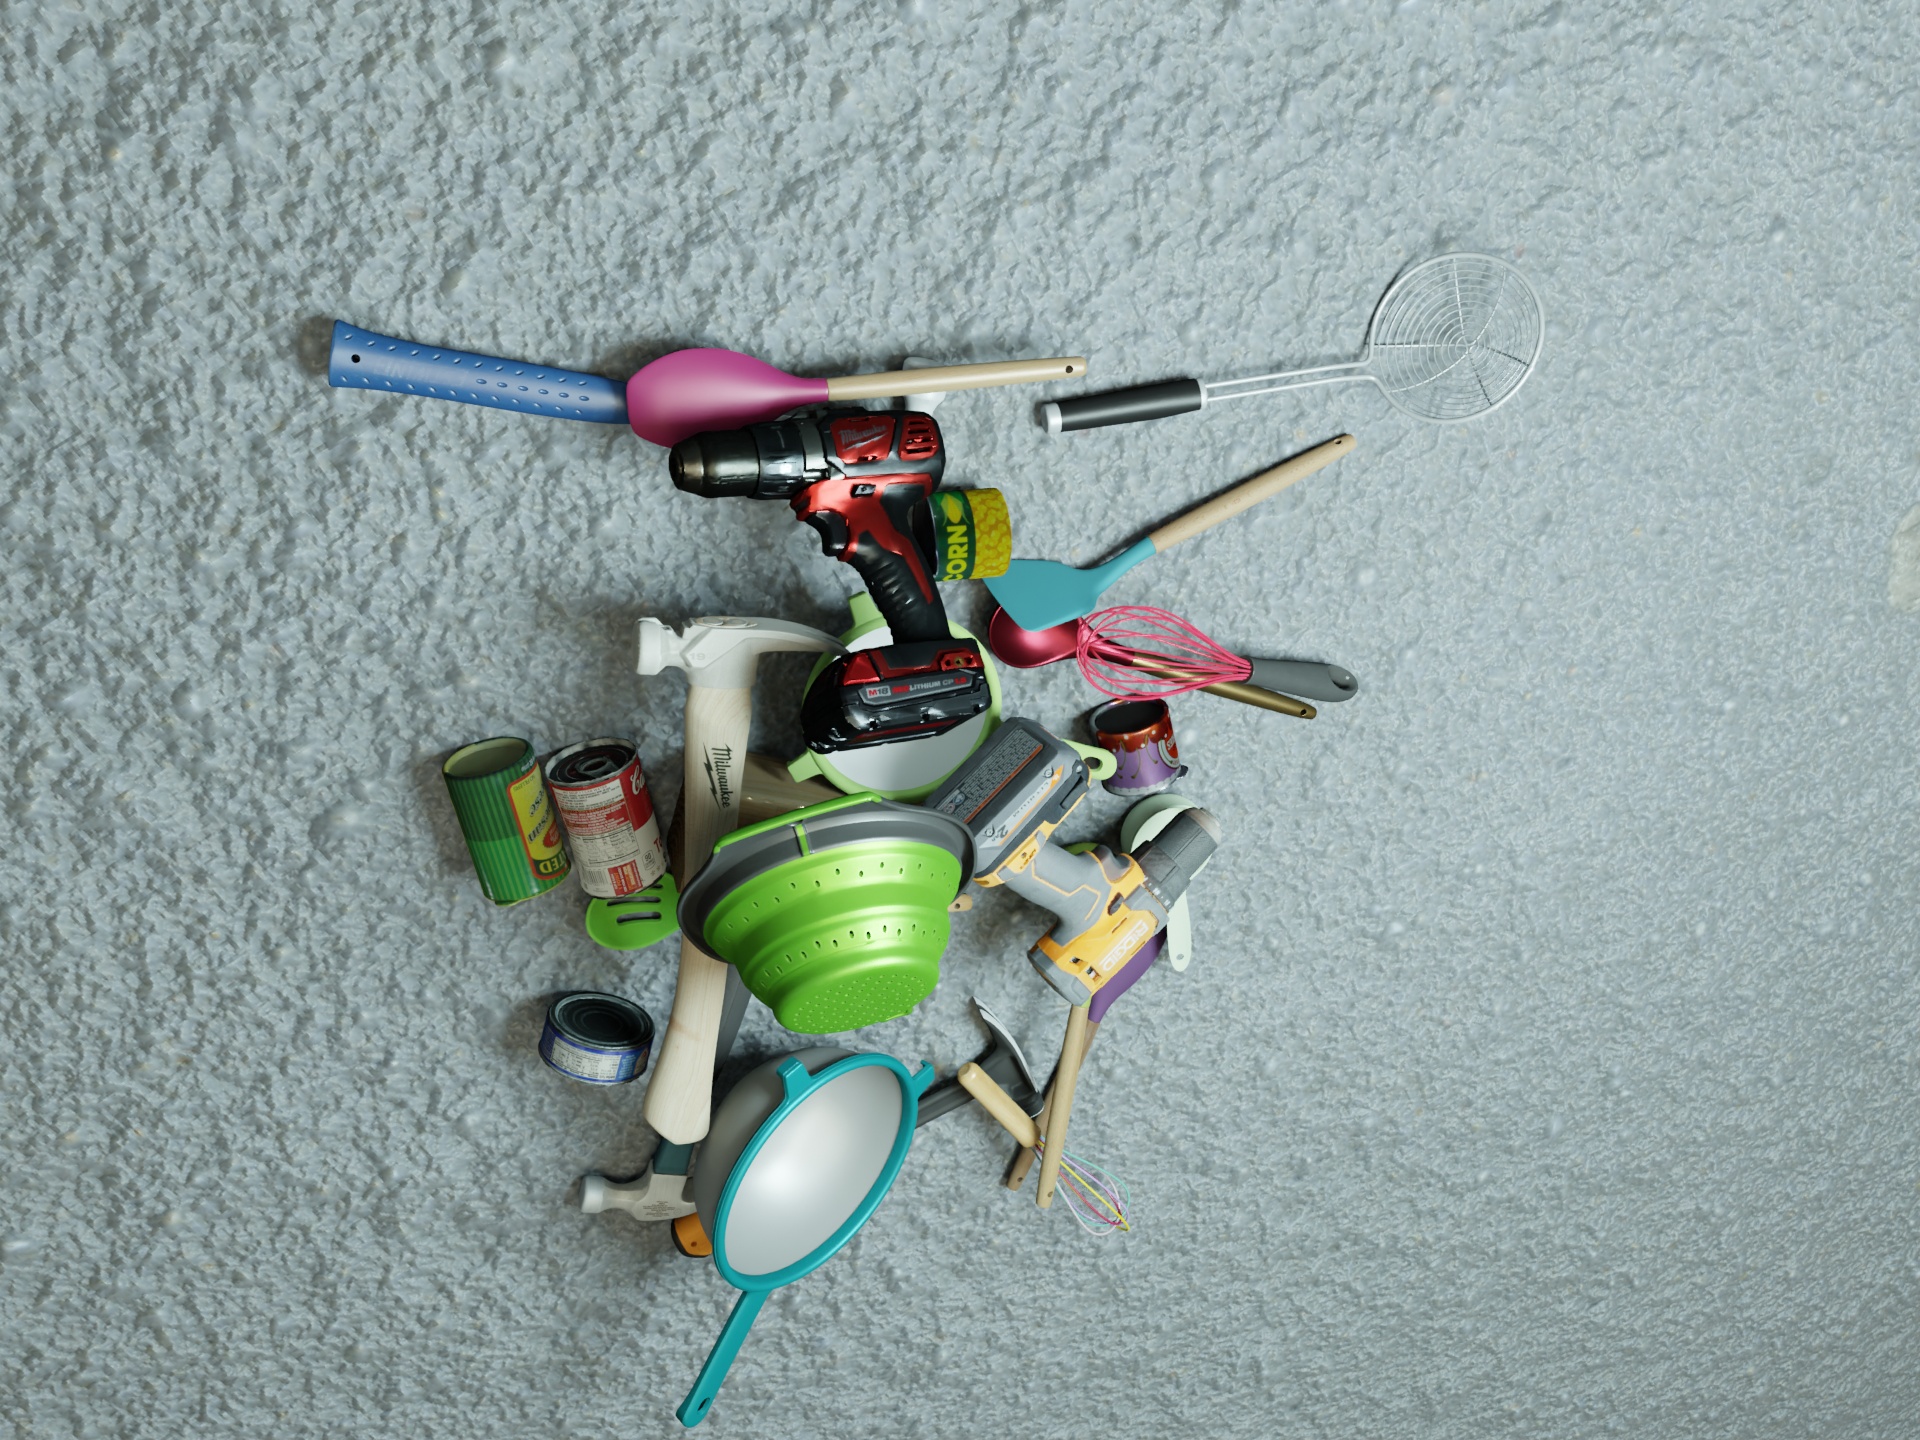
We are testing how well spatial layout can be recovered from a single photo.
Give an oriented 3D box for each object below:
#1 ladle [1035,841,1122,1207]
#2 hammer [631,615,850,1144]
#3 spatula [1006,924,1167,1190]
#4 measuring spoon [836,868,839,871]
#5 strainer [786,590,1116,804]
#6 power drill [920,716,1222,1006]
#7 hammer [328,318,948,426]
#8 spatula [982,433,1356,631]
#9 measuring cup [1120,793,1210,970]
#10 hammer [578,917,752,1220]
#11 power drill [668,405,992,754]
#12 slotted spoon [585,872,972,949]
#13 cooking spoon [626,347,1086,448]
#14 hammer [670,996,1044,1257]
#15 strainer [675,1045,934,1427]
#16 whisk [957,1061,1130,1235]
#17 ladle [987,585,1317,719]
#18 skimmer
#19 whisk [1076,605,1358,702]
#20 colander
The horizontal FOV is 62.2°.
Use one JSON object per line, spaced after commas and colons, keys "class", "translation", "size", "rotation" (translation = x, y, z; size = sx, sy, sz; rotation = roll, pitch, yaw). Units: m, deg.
{"class": "ladle", "translation": [0.088, 0.258, 1.337], "size": [0.078, 0.062, 0.320], "rotation": [-1, 106, -38]}
{"class": "hammer", "translation": [-0.172, 0.123, 1.139], "size": [0.146, 0.038, 0.410], "rotation": [1, 112, -19]}
{"class": "spatula", "translation": [0.109, 0.285, 1.406], "size": [0.059, 0.018, 0.316], "rotation": [17, 106, -24]}
{"class": "measuring spoon", "translation": [-0.096, 0.108, 1.151], "size": [0.042, 0.021, 0.128], "rotation": [-42, 130, -8]}
{"class": "strainer", "translation": [-0.002, -0.004, 1.215], "size": [0.256, 0.069, 0.151], "rotation": [16, 105, -21]}
{"class": "power drill", "translation": [0.094, 0.093, 1.202], "size": [0.185, 0.084, 0.226], "rotation": [-45, 128, -6]}
{"class": "hammer", "translation": [-0.213, -0.207, 1.083], "size": [0.405, 0.035, 0.144], "rotation": [6, 111, -19]}
{"class": "spatula", "translation": [0.168, -0.152, 1.213], "size": [0.317, 0.082, 0.044], "rotation": [-28, 144, -9]}
{"class": "measuring cup", "translation": [0.176, 0.137, 1.351], "size": [0.083, 0.038, 0.167], "rotation": [-14, 118, -10]}
{"class": "hammer", "translation": [-0.207, 0.275, 1.283], "size": [0.128, 0.033, 0.331], "rotation": [11, 115, -22]}
{"class": "power drill", "translation": [-0.083, -0.097, 1.045], "size": [0.188, 0.080, 0.227], "rotation": [-8, 80, -27]}
{"class": "slotted spoon", "translation": [-0.140, 0.147, 1.267], "size": [0.313, 0.031, 0.070], "rotation": [1, 113, -19]}
{"class": "cooking spoon", "translation": [-0.066, -0.229, 1.087], "size": [0.319, 0.017, 0.068], "rotation": [-8, 116, -13]}
{"class": "hammer", "translation": [-0.098, 0.363, 1.370], "size": [0.337, 0.034, 0.127], "rotation": [-27, 119, -3]}
{"class": "strainer", "translation": [-0.167, 0.395, 1.273], "size": [0.210, 0.095, 0.340], "rotation": [19, 100, -55]}
{"class": "whisk", "translation": [0.077, 0.376, 1.387], "size": [0.051, 0.047, 0.244], "rotation": [-38, 116, 4]}
{"class": "ladle", "translation": [0.158, -0.044, 1.271], "size": [0.315, 0.031, 0.069], "rotation": [15, 110, -24]}
{"class": "skimmer", "translation": [0.241, -0.260, 1.165], "size": [0.363, 0.090, 0.127], "rotation": [-11, 83, -9]}
{"class": "whisk", "translation": [0.208, -0.043, 1.248], "size": [0.295, 0.073, 0.073], "rotation": [7, 111, -34]}
{"class": "colander", "translation": [-0.067, 0.180, 1.116], "size": [0.204, 0.095, 0.396], "rotation": [-17, 152, -1]}
